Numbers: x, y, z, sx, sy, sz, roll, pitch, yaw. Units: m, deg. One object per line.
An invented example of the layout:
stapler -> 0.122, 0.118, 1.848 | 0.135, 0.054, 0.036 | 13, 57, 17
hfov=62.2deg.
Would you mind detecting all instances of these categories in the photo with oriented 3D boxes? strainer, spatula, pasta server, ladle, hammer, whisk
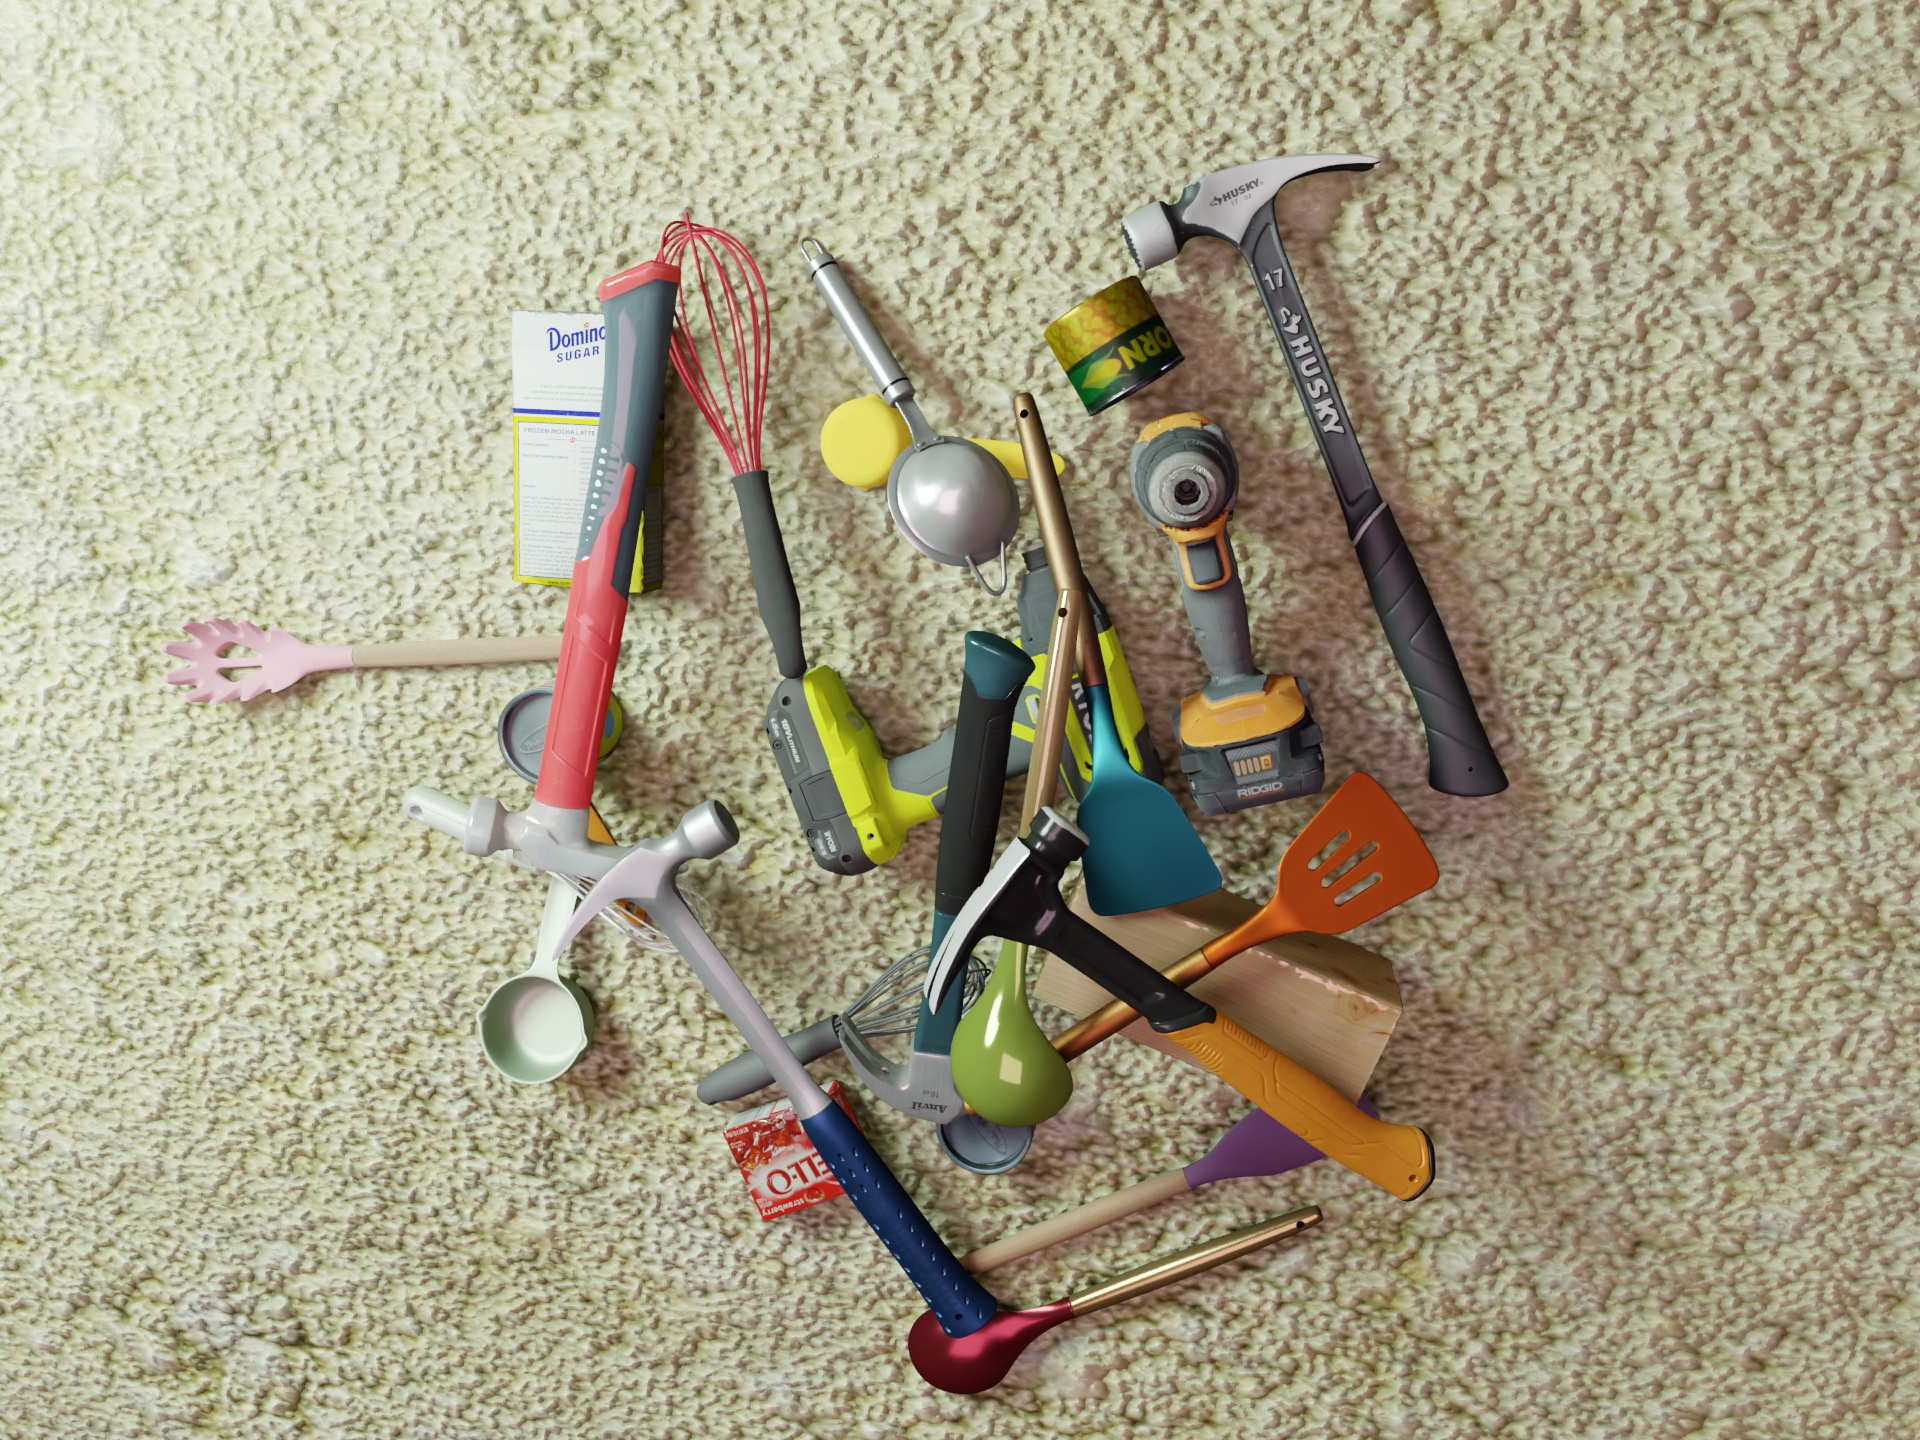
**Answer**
strainer -> -0.034, -0.194, 0.970 | 0.087, 0.050, 0.258 | -25, 78, -27
spatula -> 0.130, 0.317, 1.076 | 0.316, 0.018, 0.059 | -27, 110, 14
pasta server -> -0.392, -0.045, 1.089 | 0.316, 0.040, 0.060 | -2, 90, 10
ladle -> 0.046, 0.083, 0.931 | 0.078, 0.062, 0.320 | 11, 95, 31
hammer -> 0.001, 0.104, 0.981 | 0.128, 0.033, 0.331 | 7, 111, -3
hammer -> 0.140, 0.189, 0.910 | 0.336, 0.034, 0.127 | 35, 94, -16
spatula -> 0.076, -0.043, 0.946 | 0.082, 0.044, 0.317 | -16, 81, 20
spatula -> 0.130, 0.150, 0.948 | 0.322, 0.041, 0.081 | -36, 93, 20
hammer -> -0.206, -0.085, 0.983 | 0.143, 0.038, 0.386 | 10, 106, -13
hammer -> -0.107, 0.250, 1.049 | 0.144, 0.035, 0.405 | -32, 103, 8
whisk -> -0.134, -0.170, 0.983 | 0.073, 0.073, 0.296 | -13, 89, 13
hammer -> 0.242, -0.139, 0.952 | 0.149, 0.036, 0.409 | -23, 98, 7
whisk -> -0.084, 0.212, 1.081 | 0.239, 0.055, 0.055 | -28, 95, 18
whisk -> -0.278, 0.098, 1.086 | 0.246, 0.059, 0.057 | 22, 132, 14
ladle -> 0.102, 0.395, 1.095 | 0.315, 0.031, 0.069 | -26, 93, 12

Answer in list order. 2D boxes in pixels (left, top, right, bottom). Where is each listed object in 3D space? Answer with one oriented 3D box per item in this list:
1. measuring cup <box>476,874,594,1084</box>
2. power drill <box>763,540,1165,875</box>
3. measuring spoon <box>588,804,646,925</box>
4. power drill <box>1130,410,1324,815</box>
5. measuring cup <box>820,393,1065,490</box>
measuring cup -> -0.285, 0.170, 1.120 | 0.083, 0.038, 0.167 | 12, 86, 8
power drill -> -0.002, -0.003, 1.009 | 0.223, 0.080, 0.171 | -19, 97, 10
measuring spoon -> -0.248, 0.091, 1.103 | 0.021, 0.011, 0.117 | -23, 96, 14
power drill -> 0.148, -0.064, 0.913 | 0.084, 0.185, 0.226 | -13, 102, 10
measuring cup -> -0.013, -0.168, 0.998 | 0.156, 0.029, 0.062 | 9, 103, 10
